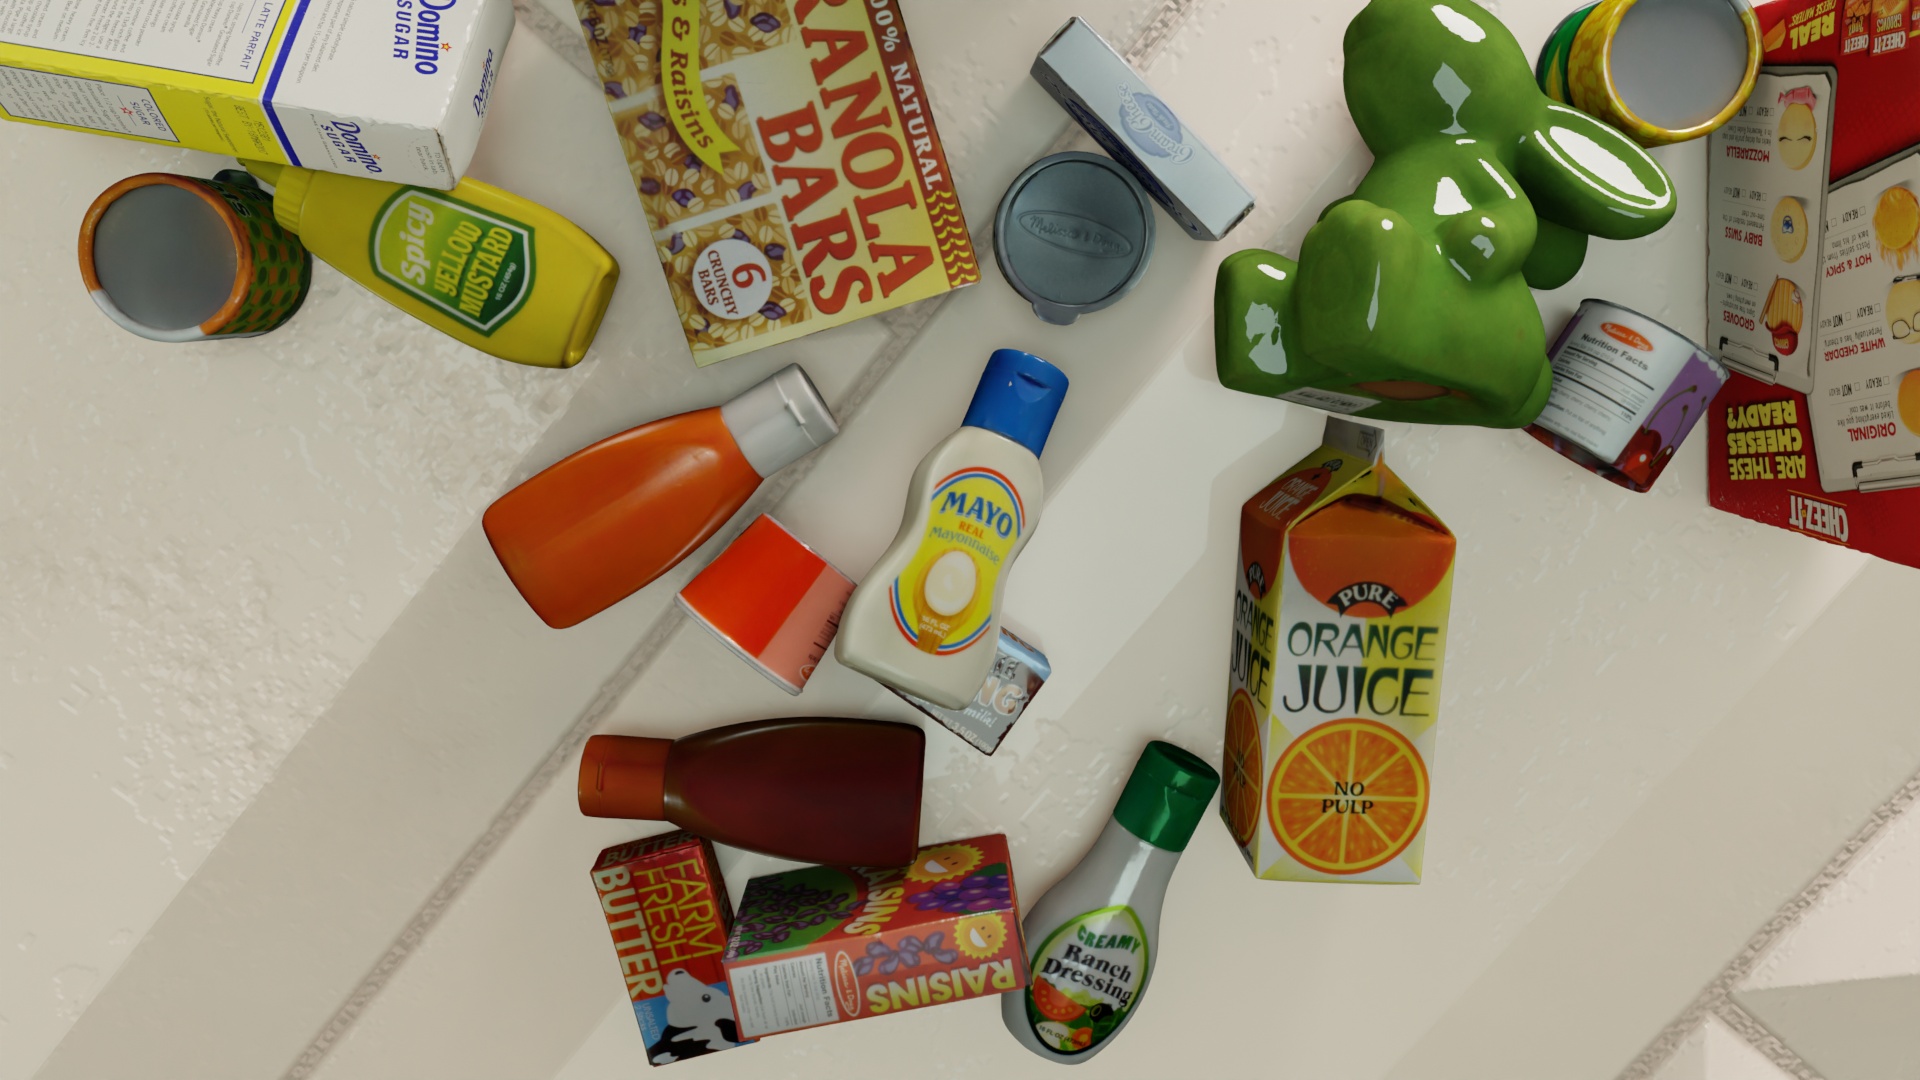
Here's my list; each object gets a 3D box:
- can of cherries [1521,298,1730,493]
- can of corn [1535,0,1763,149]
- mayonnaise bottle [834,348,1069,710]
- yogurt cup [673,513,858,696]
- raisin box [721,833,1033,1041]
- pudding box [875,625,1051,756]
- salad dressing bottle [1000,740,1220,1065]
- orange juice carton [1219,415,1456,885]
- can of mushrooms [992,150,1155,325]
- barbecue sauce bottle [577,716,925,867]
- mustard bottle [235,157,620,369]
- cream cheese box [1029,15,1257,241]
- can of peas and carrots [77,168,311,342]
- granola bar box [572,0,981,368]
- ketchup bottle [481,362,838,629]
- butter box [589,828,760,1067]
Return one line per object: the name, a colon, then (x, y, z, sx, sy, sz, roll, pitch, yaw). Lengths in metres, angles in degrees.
can of cherries: (0.278, -0.060, 0.588, 0.071, 0.071, 0.058, 30, 98, -7)
can of corn: (0.280, -0.191, 0.568, 0.071, 0.058, 0.071, 0, 100, -1)
mayonnaise bottle: (0.002, -0.007, 0.580, 0.065, 0.041, 0.148, 24, 80, -10)
yogurt cup: (-0.079, 0.025, 0.591, 0.072, 0.072, 0.054, 39, 85, -8)
raisin box: (-0.035, 0.171, 0.607, 0.123, 0.086, 0.040, -11, 99, 0)
pudding box: (-0.007, 0.051, 0.615, 0.083, 0.030, 0.049, 35, 95, -7)
salad dressing bottle: (0.069, 0.163, 0.630, 0.064, 0.044, 0.147, 24, 98, -8)
orange juice carton: (0.161, 0.044, 0.598, 0.073, 0.072, 0.192, 2, 100, -3)
can of mushrooms: (0.046, -0.126, 0.585, 0.071, 0.033, 0.071, 0, 100, -2)
barbecue sauce bottle: (-0.091, 0.108, 0.615, 0.149, 0.043, 0.065, 4, 81, -1)
mustard bottle: (-0.224, -0.125, 0.568, 0.160, 0.049, 0.065, 23, 95, -6)
cream cheese box: (0.074, -0.166, 0.569, 0.104, 0.053, 0.024, 43, 98, -8)
can of peas and carrots: (-0.308, -0.116, 0.563, 0.071, 0.059, 0.070, 0, 100, -2)
granola bar box: (-0.074, -0.168, 0.571, 0.124, 0.039, 0.165, -17, 100, 2)
ketchup bottle: (-0.124, -0.023, 0.592, 0.149, 0.043, 0.064, -30, 100, 3)
butter box: (-0.129, 0.186, 0.638, 0.053, 0.024, 0.103, -14, 100, 1)
